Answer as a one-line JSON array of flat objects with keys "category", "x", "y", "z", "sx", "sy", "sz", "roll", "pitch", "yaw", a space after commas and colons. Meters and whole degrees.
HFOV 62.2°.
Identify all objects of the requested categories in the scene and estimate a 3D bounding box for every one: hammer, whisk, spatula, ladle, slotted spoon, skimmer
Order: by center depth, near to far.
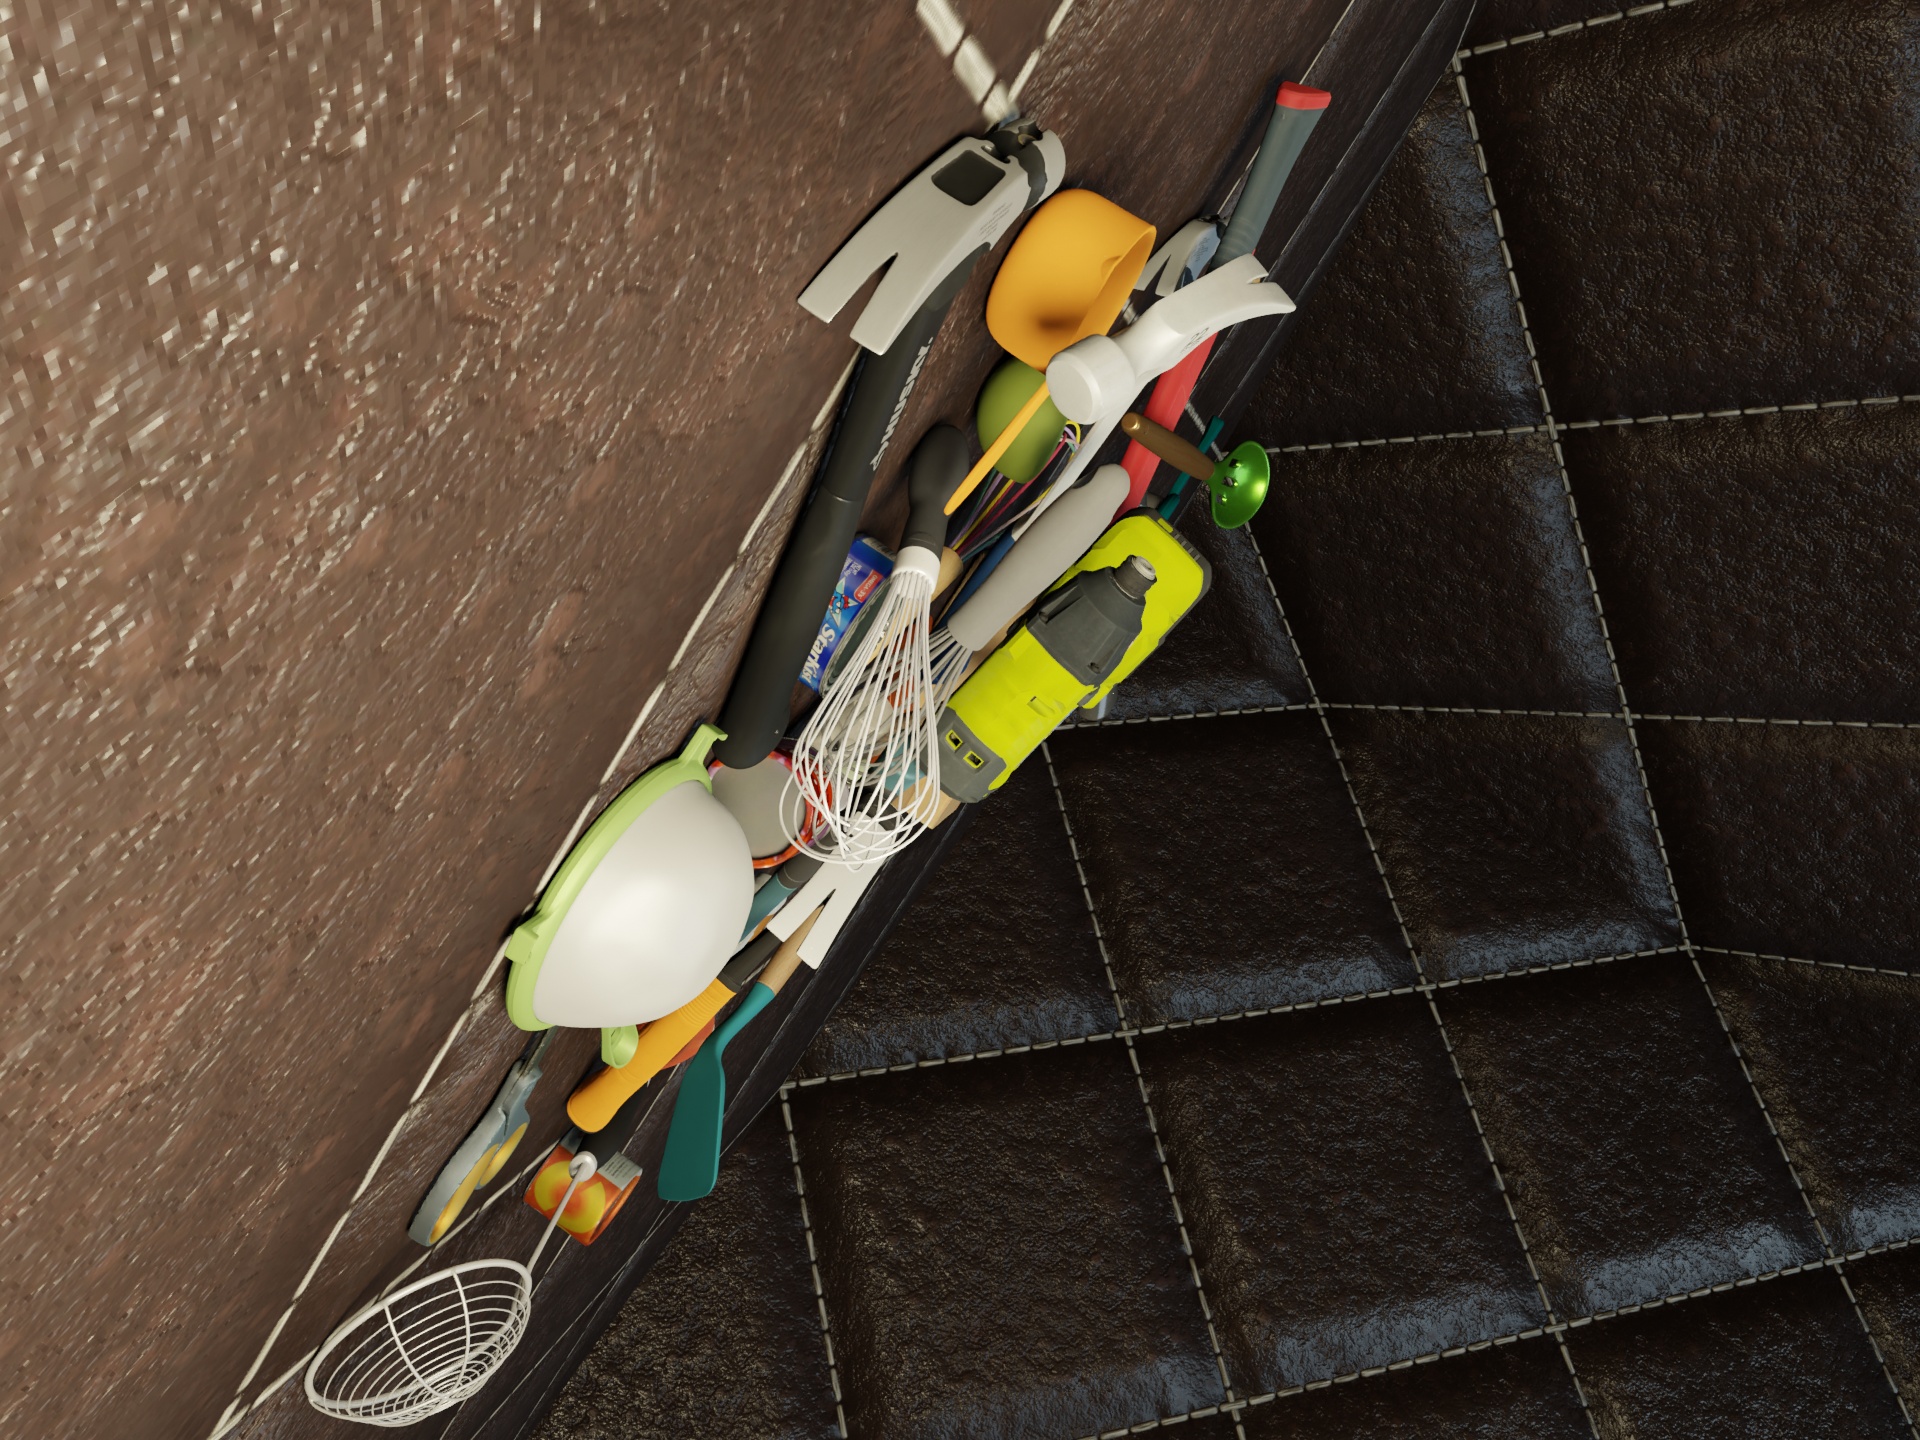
[{"category": "hammer", "x": -0.056, "y": -0.089, "z": 0.684, "sx": 0.146, "sy": 0.035, "sz": 0.334, "roll": -52, "pitch": 173, "yaw": -45}, {"category": "whisk", "x": -0.026, "y": -0.047, "z": 0.749, "sx": 0.070, "sy": 0.070, "sz": 0.285, "roll": 118, "pitch": -12, "yaw": -48}, {"category": "whisk", "x": 0.002, "y": -0.044, "z": 0.794, "sx": 0.239, "sy": 0.055, "sz": 0.055, "roll": -45, "pitch": -179, "yaw": 32}, {"category": "hammer", "x": 0.047, "y": -0.113, "z": 0.876, "sx": 0.144, "sy": 0.035, "sz": 0.405, "roll": -35, "pitch": 173, "yaw": -25}, {"category": "hammer", "x": -0.155, "y": 0.171, "z": 0.957, "sx": 0.336, "sy": 0.034, "sz": 0.127, "roll": -44, "pitch": -172, "yaw": 36}, {"category": "ladle", "x": 0.113, "y": -0.225, "z": 0.969, "sx": 0.320, "sy": 0.062, "sz": 0.078, "roll": -36, "pitch": 168, "yaw": -43}, {"category": "whisk", "x": 0.005, "y": -0.119, "z": 1.016, "sx": 0.245, "sy": 0.051, "sz": 0.047, "roll": -47, "pitch": -177, "yaw": -30}, {"category": "skimmer", "x": -0.286, "y": 0.305, "z": 1.016, "sx": 0.127, "sy": 0.090, "sz": 0.363, "roll": -52, "pitch": -174, "yaw": 19}, {"category": "spatula", "x": -0.104, "y": 0.160, "z": 1.021, "sx": 0.082, "sy": 0.044, "sz": 0.318, "roll": -27, "pitch": -156, "yaw": 53}, {"category": "hammer", "x": -0.102, "y": 0.092, "z": 1.035, "sx": 0.128, "sy": 0.033, "sz": 0.331, "roll": -49, "pitch": -177, "yaw": -41}, {"category": "hammer", "x": -0.002, "y": -0.003, "z": 1.080, "sx": 0.130, "sy": 0.031, "sz": 0.331, "roll": -35, "pitch": 169, "yaw": 37}, {"category": "slotted spoon", "x": 0.166, "y": -0.183, "z": 1.120, "sx": 0.313, "sy": 0.031, "sz": 0.070, "roll": 1, "pitch": 112, "yaw": -67}, {"category": "hammer", "x": 0.169, "y": -0.264, "z": 1.128, "sx": 0.386, "sy": 0.038, "sz": 0.143, "roll": -66, "pitch": 159, "yaw": 0}, {"category": "spatula", "x": -0.100, "y": 0.057, "z": 1.231, "sx": 0.322, "sy": 0.041, "sz": 0.081, "roll": -54, "pitch": 176, "yaw": 29}, {"category": "hammer", "x": 0.140, "y": -0.181, "z": 1.246, "sx": 0.149, "sy": 0.036, "sz": 0.408, "roll": -42, "pitch": 147, "yaw": -54}]

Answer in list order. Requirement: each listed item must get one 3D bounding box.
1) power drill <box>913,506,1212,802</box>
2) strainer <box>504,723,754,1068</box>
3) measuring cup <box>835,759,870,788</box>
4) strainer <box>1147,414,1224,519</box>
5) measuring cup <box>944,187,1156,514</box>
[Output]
[{"category": "power drill", "x": 0.073, "y": -0.051, "z": 0.950, "sx": 0.171, "sy": 0.080, "sz": 0.223, "roll": -46, "pitch": 178, "yaw": 26}, {"category": "strainer", "x": -0.153, "y": 0.128, "z": 0.804, "sx": 0.151, "sy": 0.069, "sz": 0.256, "roll": -53, "pitch": 167, "yaw": -36}, {"category": "measuring cup", "x": -0.108, "y": 0.078, "z": 1.161, "sx": 0.038, "sy": 0.083, "sz": 0.167, "roll": -5, "pitch": 164, "yaw": -33}, {"category": "strainer", "x": 0.138, "y": -0.189, "z": 1.492, "sx": 0.340, "sy": 0.095, "sz": 0.211, "roll": -56, "pitch": 178, "yaw": -27}, {"category": "measuring cup", "x": 0.026, "y": -0.182, "z": 0.775, "sx": 0.173, "sy": 0.052, "sz": 0.095, "roll": -54, "pitch": 174, "yaw": -6}]
